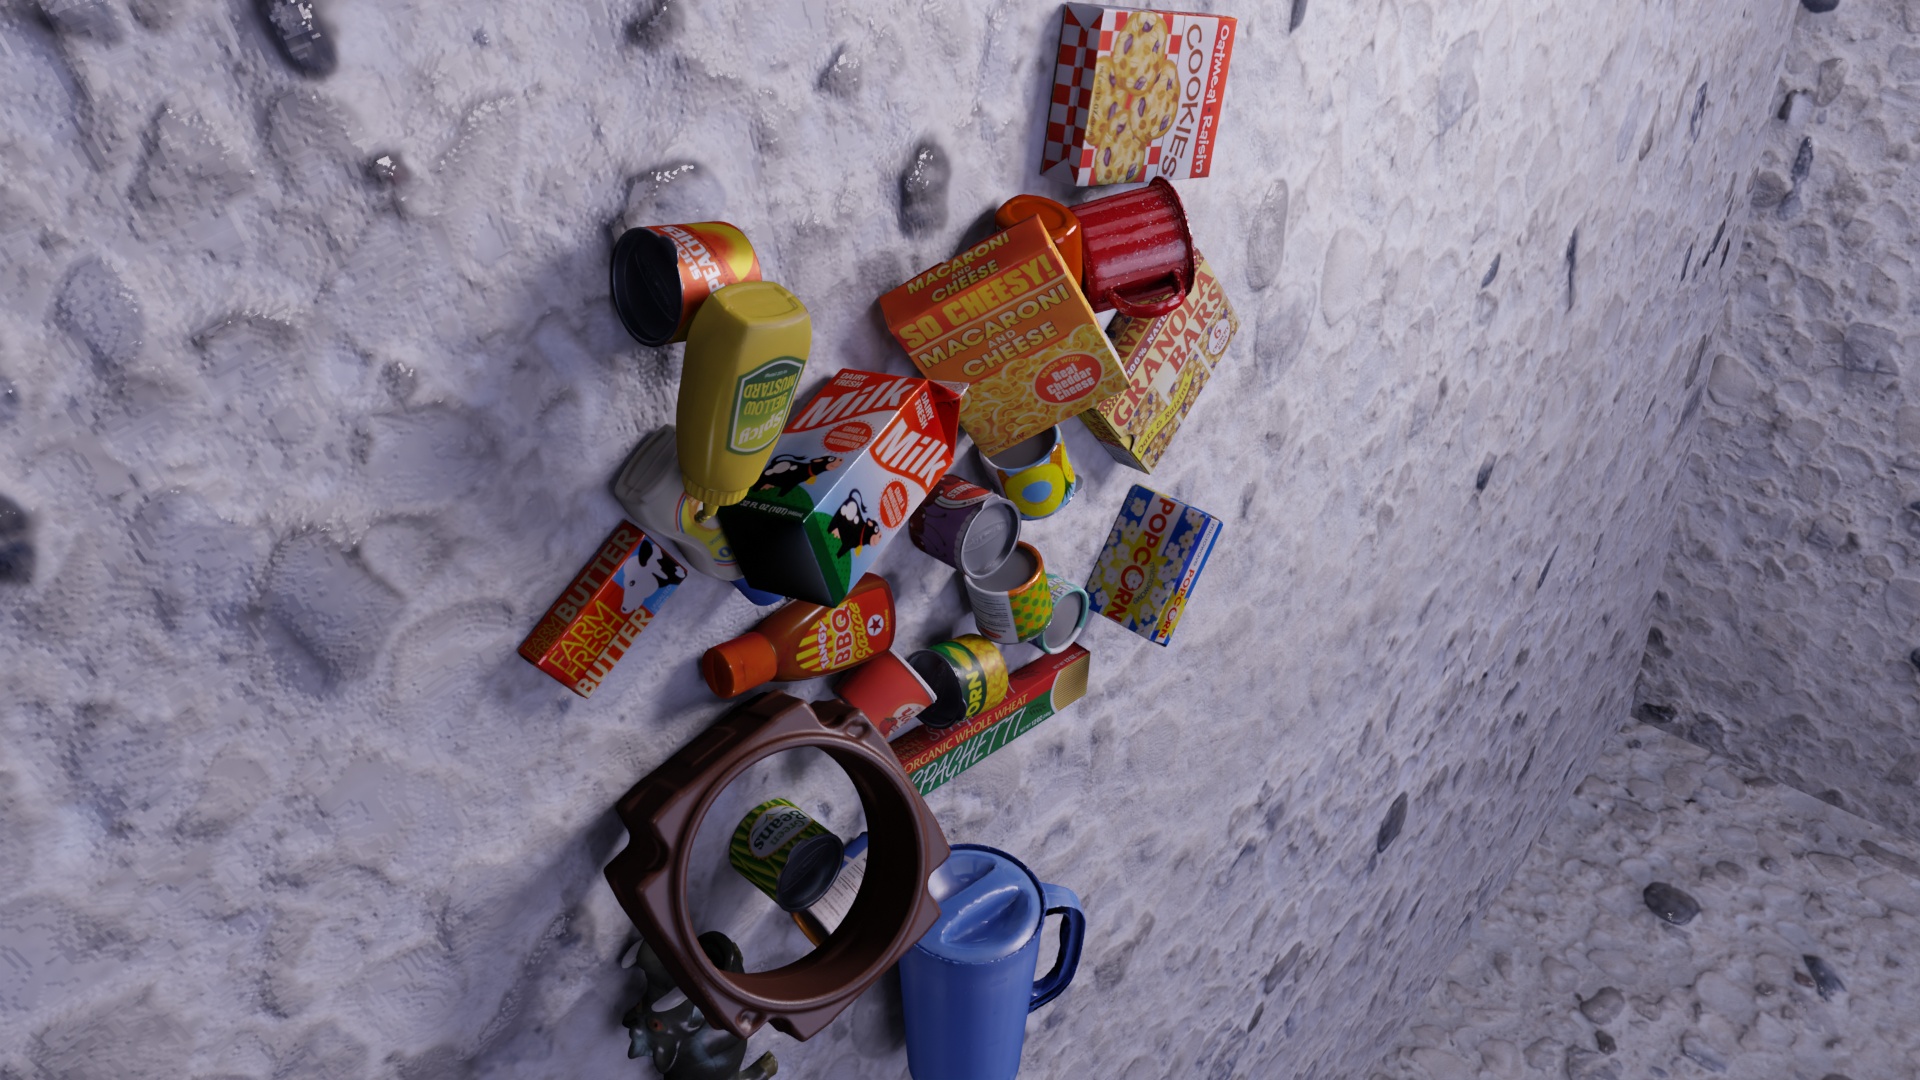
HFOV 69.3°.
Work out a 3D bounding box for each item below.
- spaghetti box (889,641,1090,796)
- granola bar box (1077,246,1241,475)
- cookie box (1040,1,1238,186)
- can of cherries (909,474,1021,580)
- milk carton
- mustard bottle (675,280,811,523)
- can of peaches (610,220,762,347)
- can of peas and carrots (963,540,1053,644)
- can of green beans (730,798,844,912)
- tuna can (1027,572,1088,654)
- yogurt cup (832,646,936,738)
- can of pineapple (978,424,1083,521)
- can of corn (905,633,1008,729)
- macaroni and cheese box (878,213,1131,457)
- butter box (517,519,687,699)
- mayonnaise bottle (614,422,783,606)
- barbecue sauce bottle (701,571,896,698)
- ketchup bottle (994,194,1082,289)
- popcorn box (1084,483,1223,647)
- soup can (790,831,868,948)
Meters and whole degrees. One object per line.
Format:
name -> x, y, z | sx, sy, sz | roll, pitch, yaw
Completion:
spaghetti box -> 0.024, 0.158, 1.216 | 0.251, 0.029, 0.050 | -25, 129, -40
granola bar box -> 0.169, -0.155, 1.192 | 0.166, 0.039, 0.124 | -58, 143, -7
cookie box -> 0.136, -0.334, 1.043 | 0.168, 0.040, 0.122 | -17, 124, -43
can of cherries -> 0.004, -0.013, 1.062 | 0.072, 0.058, 0.071 | -28, 131, -37
milk carton -> -0.068, -0.050, 0.905 | 0.191, 0.072, 0.073 | -54, 141, -38
mustard bottle -> -0.130, -0.069, 0.790 | 0.065, 0.049, 0.159 | -22, 144, -42
can of peaches -> -0.153, -0.146, 0.781 | 0.058, 0.071, 0.071 | -18, 124, -45
can of peas and carrots -> 0.041, 0.040, 1.133 | 0.071, 0.071, 0.058 | -41, 138, -27
can of green beans -> -0.131, 0.237, 1.050 | 0.071, 0.058, 0.071 | -29, 132, -38
tuna can -> 0.081, 0.063, 1.223 | 0.071, 0.033, 0.070 | -29, 132, -38
yogurt cup -> -0.060, 0.116, 1.059 | 0.054, 0.072, 0.072 | -43, 140, -12
can of pineapple -> 0.055, -0.059, 1.087 | 0.071, 0.071, 0.057 | -47, 140, -21
can of corn -> -0.002, 0.114, 1.121 | 0.058, 0.071, 0.071 | -16, 123, -46
macaroni and cheese box -> 0.034, -0.141, 0.987 | 0.123, 0.040, 0.166 | -26, 143, 12
butter box -> -0.218, 0.043, 0.854 | 0.104, 0.024, 0.053 | -53, 143, -14
mayonnaise bottle -> -0.156, -0.009, 0.884 | 0.065, 0.041, 0.147 | -56, 143, -16
barbecue sauce bottle -> -0.113, 0.071, 0.983 | 0.149, 0.044, 0.064 | -20, 116, -43
ketchup bottle -> 0.061, -0.181, 1.029 | 0.044, 0.065, 0.148 | -43, 147, -26
popcorn box -> 0.174, 0.021, 1.267 | 0.038, 0.085, 0.126 | 20, 96, -52
soup can -> -0.089, 0.289, 1.129 | 0.084, 0.071, 0.071 | -38, 137, -29
